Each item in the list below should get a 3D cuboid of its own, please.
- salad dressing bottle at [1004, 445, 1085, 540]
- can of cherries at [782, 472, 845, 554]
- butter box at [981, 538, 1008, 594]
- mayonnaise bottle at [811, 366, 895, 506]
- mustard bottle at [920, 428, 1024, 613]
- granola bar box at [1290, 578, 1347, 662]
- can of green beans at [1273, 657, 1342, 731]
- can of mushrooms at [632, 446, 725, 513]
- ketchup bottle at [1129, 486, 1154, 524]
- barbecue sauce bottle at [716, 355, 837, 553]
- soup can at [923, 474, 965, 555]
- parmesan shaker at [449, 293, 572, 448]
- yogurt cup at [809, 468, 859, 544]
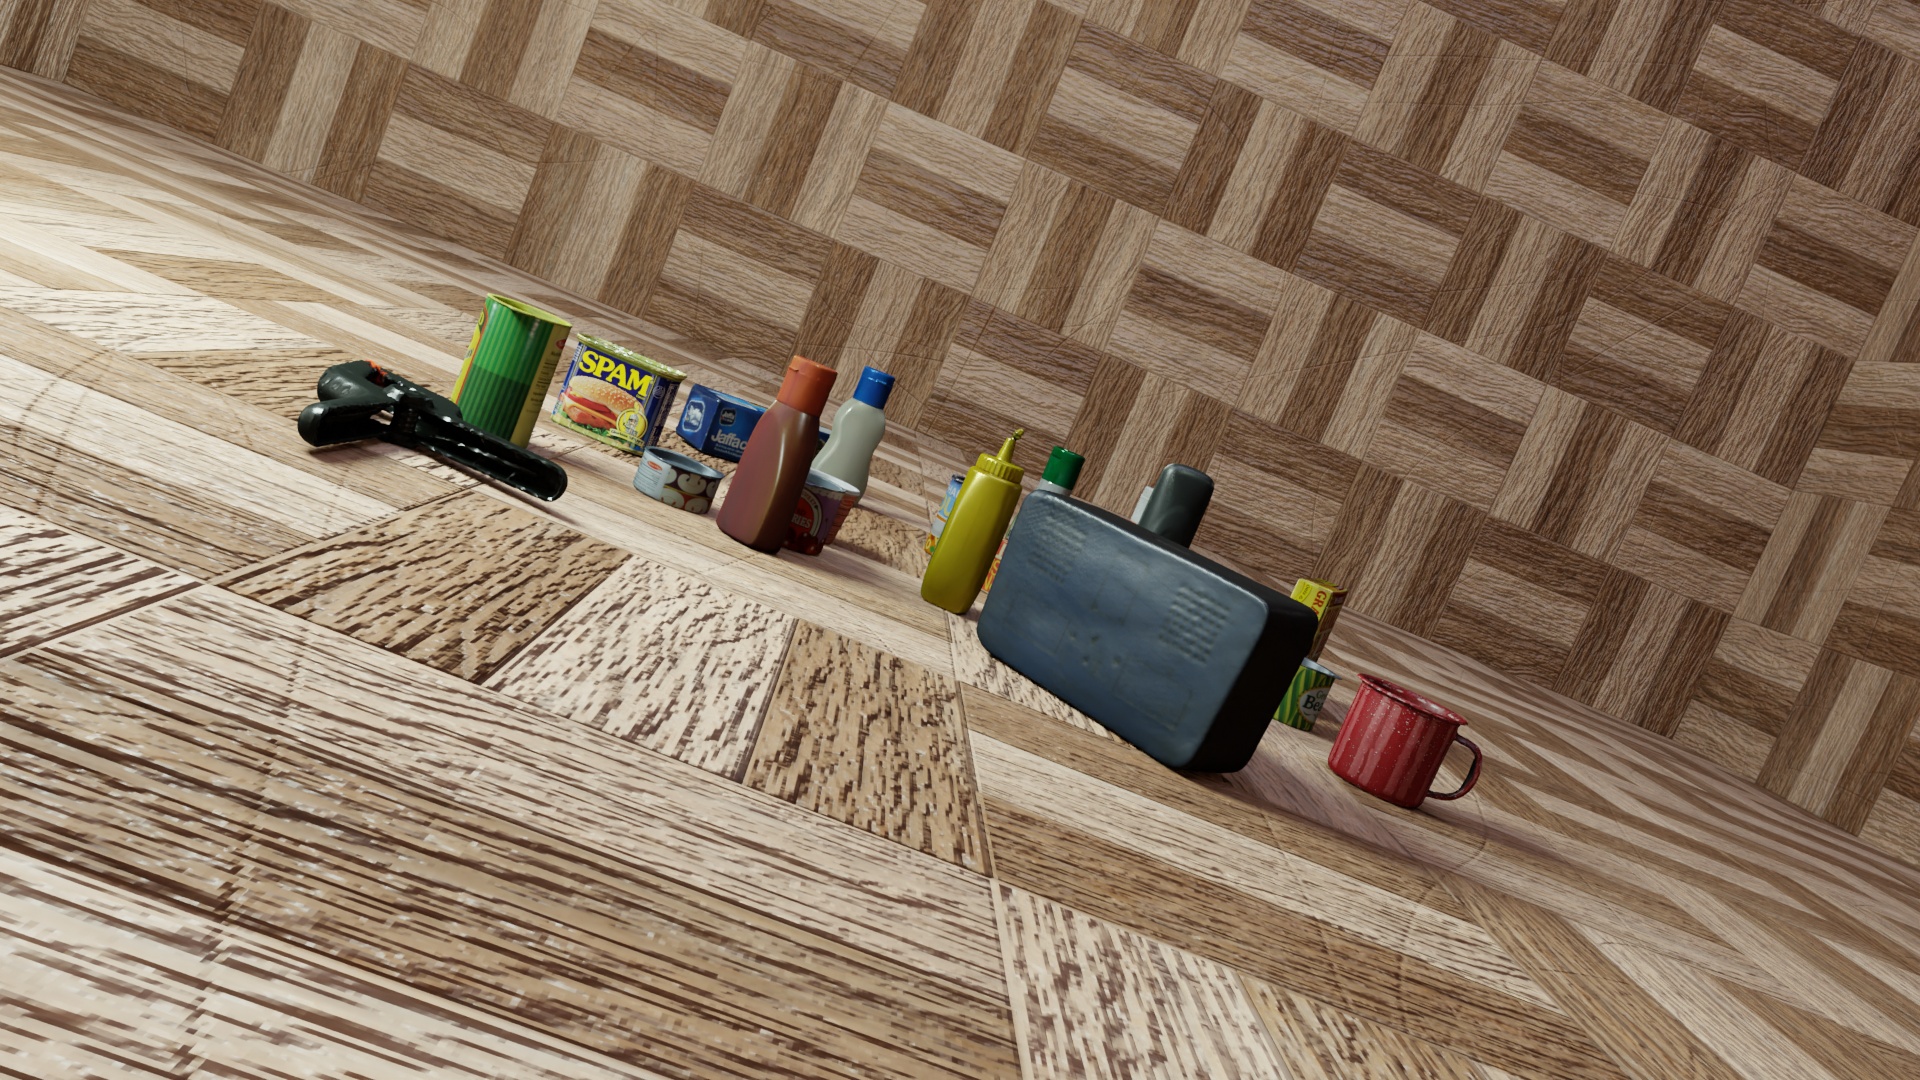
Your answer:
[{"bbox_3d":[0.089,-0.028,1.489,0.044,0.147,0.064,18,8,-39],"label":"salad dressing bottle"},{"bbox_3d":[-0.135,-0.026,1.138,0.071,0.058,0.071,22,7,-3],"label":"can of cherries"},{"bbox_3d":[0.030,0.022,1.315,0.103,0.053,0.024,27,8,34],"label":"butter box"},{"bbox_3d":[-0.114,-0.115,1.512,0.065,0.148,0.041,20,7,-23],"label":"mayonnaise bottle"},{"bbox_3d":[0.016,-0.020,1.147,0.049,0.160,0.065,23,6,6],"label":"mustard bottle"},{"bbox_3d":[0.353,0.102,1.437,0.039,0.124,0.165,25,7,19],"label":"granola bar box"},{"bbox_3d":[0.308,0.138,1.294,0.071,0.057,0.071,22,7,-3],"label":"can of green beans"},{"bbox_3d":[-0.226,-0.048,1.122,0.071,0.033,0.071,22,7,-3],"label":"can of mushrooms"},{"bbox_3d":[0.169,0.021,1.369,0.043,0.148,0.065,28,8,39],"label":"ketchup bottle"},{"bbox_3d":[-0.139,-0.068,1.073,0.043,0.148,0.065,17,9,-43],"label":"barbecue sauce bottle"},{"bbox_3d":[0.005,-0.018,1.414,0.071,0.083,0.071,22,6,-3],"label":"soup can"},{"bbox_3d":[-0.348,-0.129,1.066,0.071,0.103,0.071,22,6,-3],"label":"parmesan shaker"},{"bbox_3d":[-0.129,-0.031,1.218,0.072,0.054,0.072,22,7,-3],"label":"yogurt cup"}]
